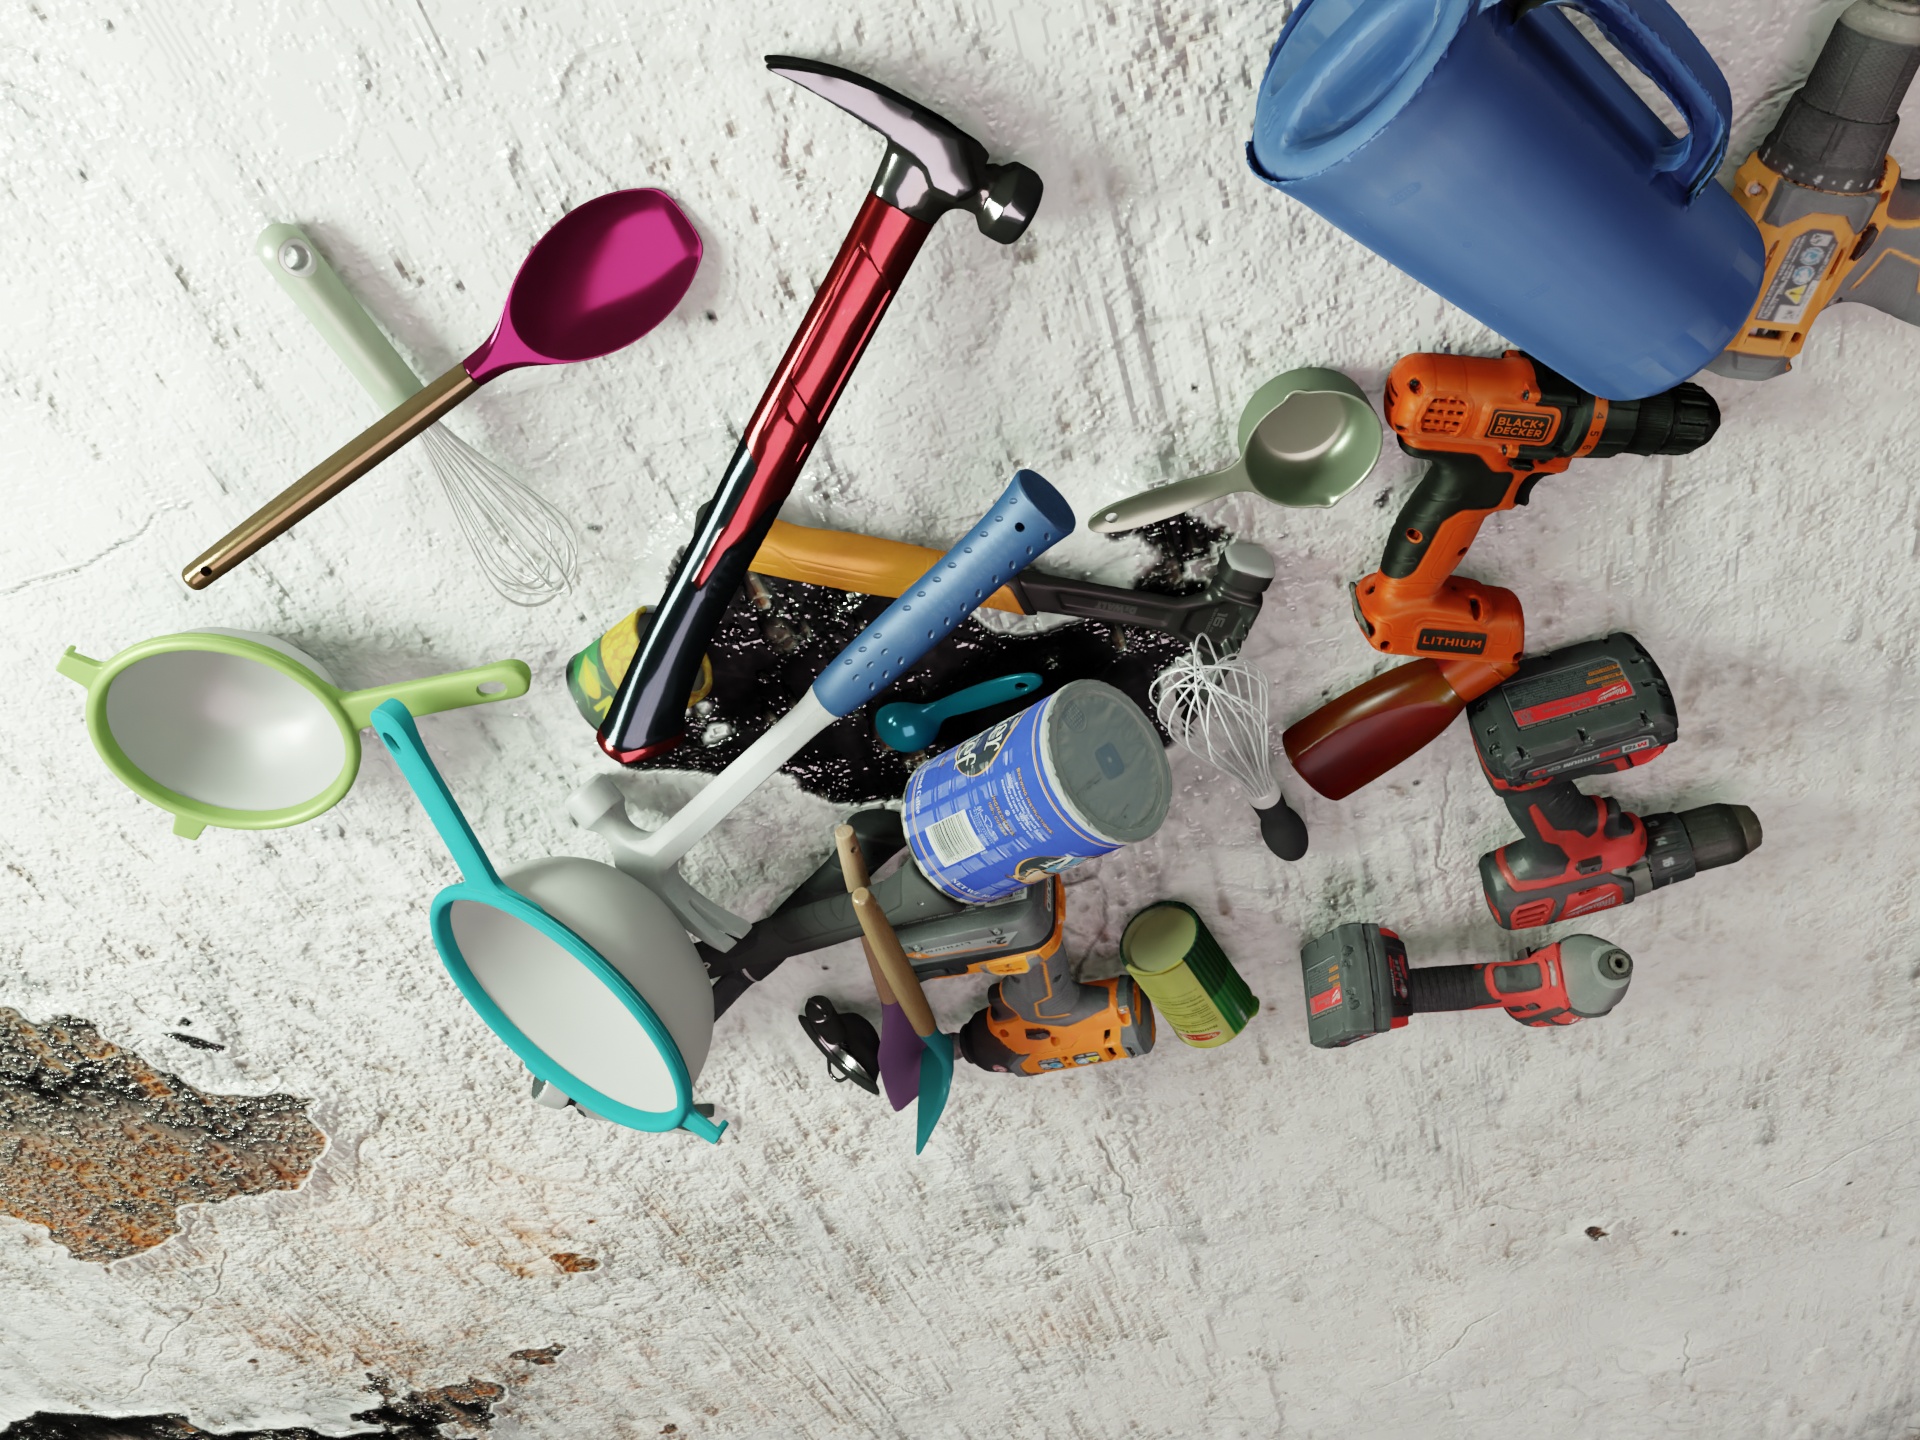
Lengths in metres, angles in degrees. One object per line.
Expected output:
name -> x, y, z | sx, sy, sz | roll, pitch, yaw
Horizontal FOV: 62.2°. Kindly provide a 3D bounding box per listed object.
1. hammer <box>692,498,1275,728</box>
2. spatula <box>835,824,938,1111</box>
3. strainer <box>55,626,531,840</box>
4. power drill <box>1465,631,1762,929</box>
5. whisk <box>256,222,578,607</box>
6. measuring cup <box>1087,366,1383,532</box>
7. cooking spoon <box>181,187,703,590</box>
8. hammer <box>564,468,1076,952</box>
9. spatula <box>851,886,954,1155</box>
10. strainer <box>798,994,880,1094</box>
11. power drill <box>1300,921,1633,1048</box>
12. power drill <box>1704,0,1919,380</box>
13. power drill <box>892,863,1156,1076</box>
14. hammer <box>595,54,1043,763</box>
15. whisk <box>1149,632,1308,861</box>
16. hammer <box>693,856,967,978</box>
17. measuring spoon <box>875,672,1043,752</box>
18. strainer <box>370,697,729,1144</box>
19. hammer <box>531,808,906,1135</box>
hammer -> 0.009, -0.076, 0.941 | 0.336, 0.034, 0.127 | 10, 131, -13
spatula -> -0.053, 0.183, 1.147 | 0.060, 0.018, 0.315 | -38, 140, -25
strainer -> -0.377, -0.019, 0.942 | 0.256, 0.069, 0.151 | -11, 132, 3
power drill -> 0.436, 0.048, 1.063 | 0.188, 0.080, 0.226 | -17, 135, 11
whisk -> -0.282, -0.154, 0.840 | 0.058, 0.059, 0.246 | -48, 129, -20
measuring cup -> 0.148, -0.144, 0.885 | 0.167, 0.038, 0.083 | -18, 132, 15
cooking spoon -> -0.267, -0.161, 0.803 | 0.319, 0.017, 0.068 | -34, 121, 6
hammer -> -0.080, -0.002, 0.939 | 0.144, 0.035, 0.405 | 49, 123, -2
spatula -> -0.040, 0.197, 1.070 | 0.044, 0.082, 0.317 | -4, 143, 10
strainer -> -0.089, 0.228, 1.162 | 0.050, 0.087, 0.258 | -47, 166, -13
power drill -> 0.373, 0.192, 1.164 | 0.219, 0.079, 0.143 | -1, 162, -6
power drill -> 0.493, -0.252, 0.784 | 0.226, 0.084, 0.185 | 5, 131, -3
power drill -> 0.031, 0.187, 1.157 | 0.164, 0.084, 0.226 | -15, 137, 19
hammer -> -0.114, -0.138, 0.821 | 0.143, 0.038, 0.386 | 22, 116, -22
whisk -> 0.185, 0.029, 1.012 | 0.070, 0.070, 0.284 | -20, 148, 14
hammer -> -0.143, 0.159, 1.090 | 0.335, 0.035, 0.146 | -20, 114, 25
measuring spoon -> -0.002, -0.003, 0.992 | 0.128, 0.021, 0.042 | -19, 138, 36
strainer -> -0.251, 0.108, 0.994 | 0.211, 0.095, 0.340 | 6, 130, 38
hammer -> -0.162, 0.196, 1.183 | 0.149, 0.036, 0.409 | 26, 126, -27
